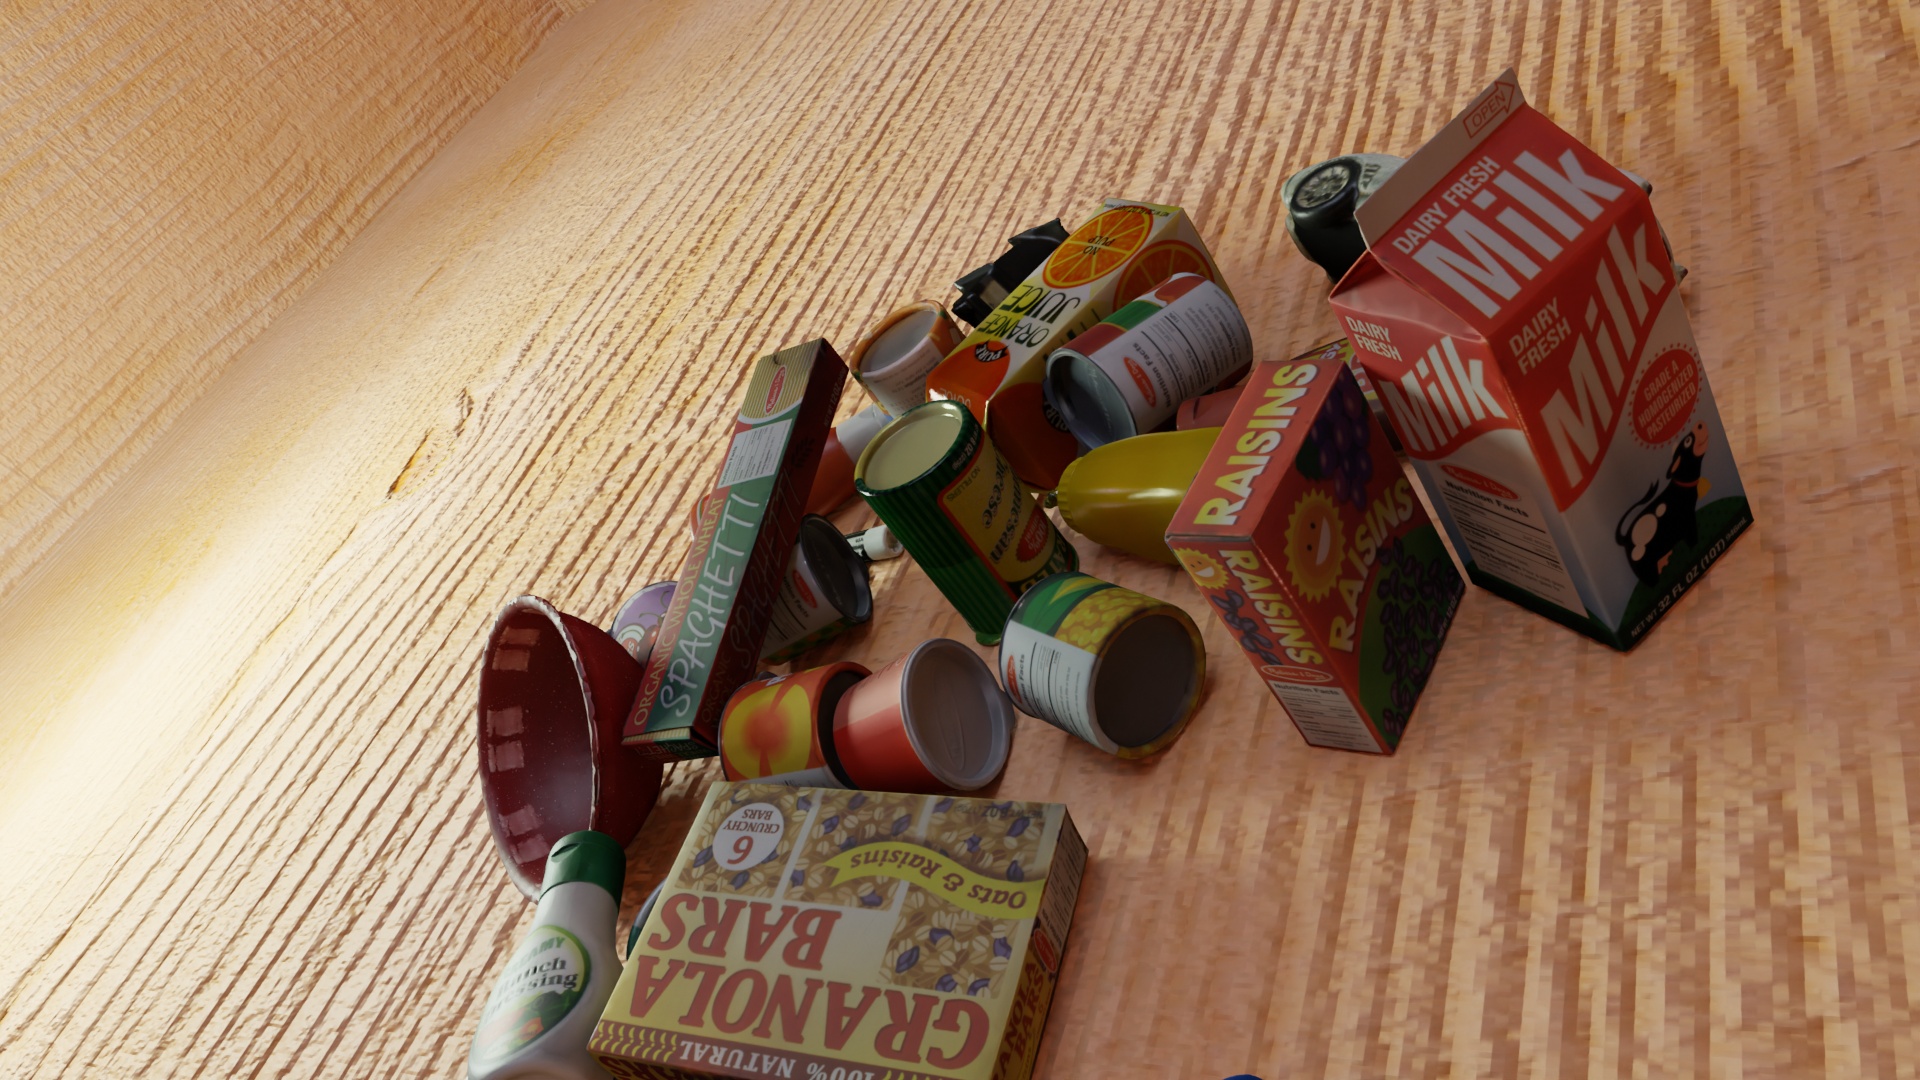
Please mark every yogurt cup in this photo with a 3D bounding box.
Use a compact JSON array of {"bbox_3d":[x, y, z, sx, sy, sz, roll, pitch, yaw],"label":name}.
[{"bbox_3d":[-0.020,0.083,0.619,0.053,0.072,0.073,-24,34,36],"label":"yogurt cup"}]

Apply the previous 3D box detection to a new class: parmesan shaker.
[{"bbox_3d":[0.002,-0.008,0.672,0.071,0.102,0.072,-26,34,19],"label":"parmesan shaker"}]

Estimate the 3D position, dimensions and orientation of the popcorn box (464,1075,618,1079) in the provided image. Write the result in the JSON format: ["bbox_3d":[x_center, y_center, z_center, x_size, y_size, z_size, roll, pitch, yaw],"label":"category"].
[{"bbox_3d":[-0.194,0.271,0.578,0.085,0.038,0.127,7,53,47],"label":"popcorn box"}]

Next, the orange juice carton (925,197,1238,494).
[{"bbox_3d":[0.053,-0.095,0.760,0.193,0.073,0.072,-45,33,-10],"label":"orange juice carton"}]

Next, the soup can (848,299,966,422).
[{"bbox_3d":[-0.015,-0.090,0.810,0.071,0.083,0.072,-26,33,19],"label":"soup can"}]

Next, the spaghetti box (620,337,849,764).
[{"bbox_3d":[-0.113,-0.001,0.722,0.050,0.028,0.251,-12,49,32],"label":"spaghetti box"}]

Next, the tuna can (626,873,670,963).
[{"bbox_3d":[-0.114,0.177,0.621,0.071,0.032,0.071,-26,34,19],"label":"tuna can"}]

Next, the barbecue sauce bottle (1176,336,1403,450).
[{"bbox_3d":[0.172,-0.064,0.630,0.148,0.043,0.065,-14,41,34],"label":"barbecue sauce bottle"}]

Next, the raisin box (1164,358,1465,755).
[{"bbox_3d":[0.132,0.007,0.505,0.040,0.123,0.086,3,51,46],"label":"raisin box"}]

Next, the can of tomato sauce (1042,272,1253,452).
[{"bbox_3d":[0.094,-0.087,0.701,0.083,0.071,0.071,-35,29,-21],"label":"can of tomato sauce"}]

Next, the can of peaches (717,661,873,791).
[{"bbox_3d":[-0.070,0.091,0.652,0.058,0.071,0.071,-15,39,32],"label":"can of peaches"}]

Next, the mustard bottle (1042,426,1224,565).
[{"bbox_3d":[0.090,-0.020,0.640,0.160,0.065,0.049,6,57,53],"label":"mustard bottle"}]

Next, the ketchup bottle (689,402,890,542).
[{"bbox_3d":[-0.097,-0.036,0.863,0.148,0.043,0.065,-30,33,11],"label":"ketchup bottle"}]

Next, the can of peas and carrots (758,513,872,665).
[{"bbox_3d":[-0.089,0.027,0.757,0.058,0.070,0.071,-28,33,17],"label":"can of peas and carrots"}]

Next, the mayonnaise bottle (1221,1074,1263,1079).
[{"bbox_3d":[0.109,0.196,0.352,0.041,0.064,0.148,-44,29,-6],"label":"mayonnaise bottle"}]

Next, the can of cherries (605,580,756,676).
[{"bbox_3d":[-0.157,0.062,0.775,0.071,0.071,0.058,-47,34,-14],"label":"can of cherries"}]

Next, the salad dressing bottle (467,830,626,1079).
[{"bbox_3d":[-0.169,0.183,0.595,0.064,0.044,0.148,-27,25,6],"label":"salad dressing bottle"}]

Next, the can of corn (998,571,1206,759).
[{"bbox_3d":[0.061,0.050,0.578,0.071,0.071,0.058,-49,34,-16],"label":"can of corn"}]

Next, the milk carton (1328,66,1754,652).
[{"bbox_3d":[0.190,-0.057,0.464,0.072,0.190,0.073,-43,32,-7],"label":"milk carton"}]

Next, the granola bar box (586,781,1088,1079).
[{"bbox_3d":[-0.044,0.159,0.538,0.165,0.039,0.125,-1,46,26],"label":"granola bar box"}]
